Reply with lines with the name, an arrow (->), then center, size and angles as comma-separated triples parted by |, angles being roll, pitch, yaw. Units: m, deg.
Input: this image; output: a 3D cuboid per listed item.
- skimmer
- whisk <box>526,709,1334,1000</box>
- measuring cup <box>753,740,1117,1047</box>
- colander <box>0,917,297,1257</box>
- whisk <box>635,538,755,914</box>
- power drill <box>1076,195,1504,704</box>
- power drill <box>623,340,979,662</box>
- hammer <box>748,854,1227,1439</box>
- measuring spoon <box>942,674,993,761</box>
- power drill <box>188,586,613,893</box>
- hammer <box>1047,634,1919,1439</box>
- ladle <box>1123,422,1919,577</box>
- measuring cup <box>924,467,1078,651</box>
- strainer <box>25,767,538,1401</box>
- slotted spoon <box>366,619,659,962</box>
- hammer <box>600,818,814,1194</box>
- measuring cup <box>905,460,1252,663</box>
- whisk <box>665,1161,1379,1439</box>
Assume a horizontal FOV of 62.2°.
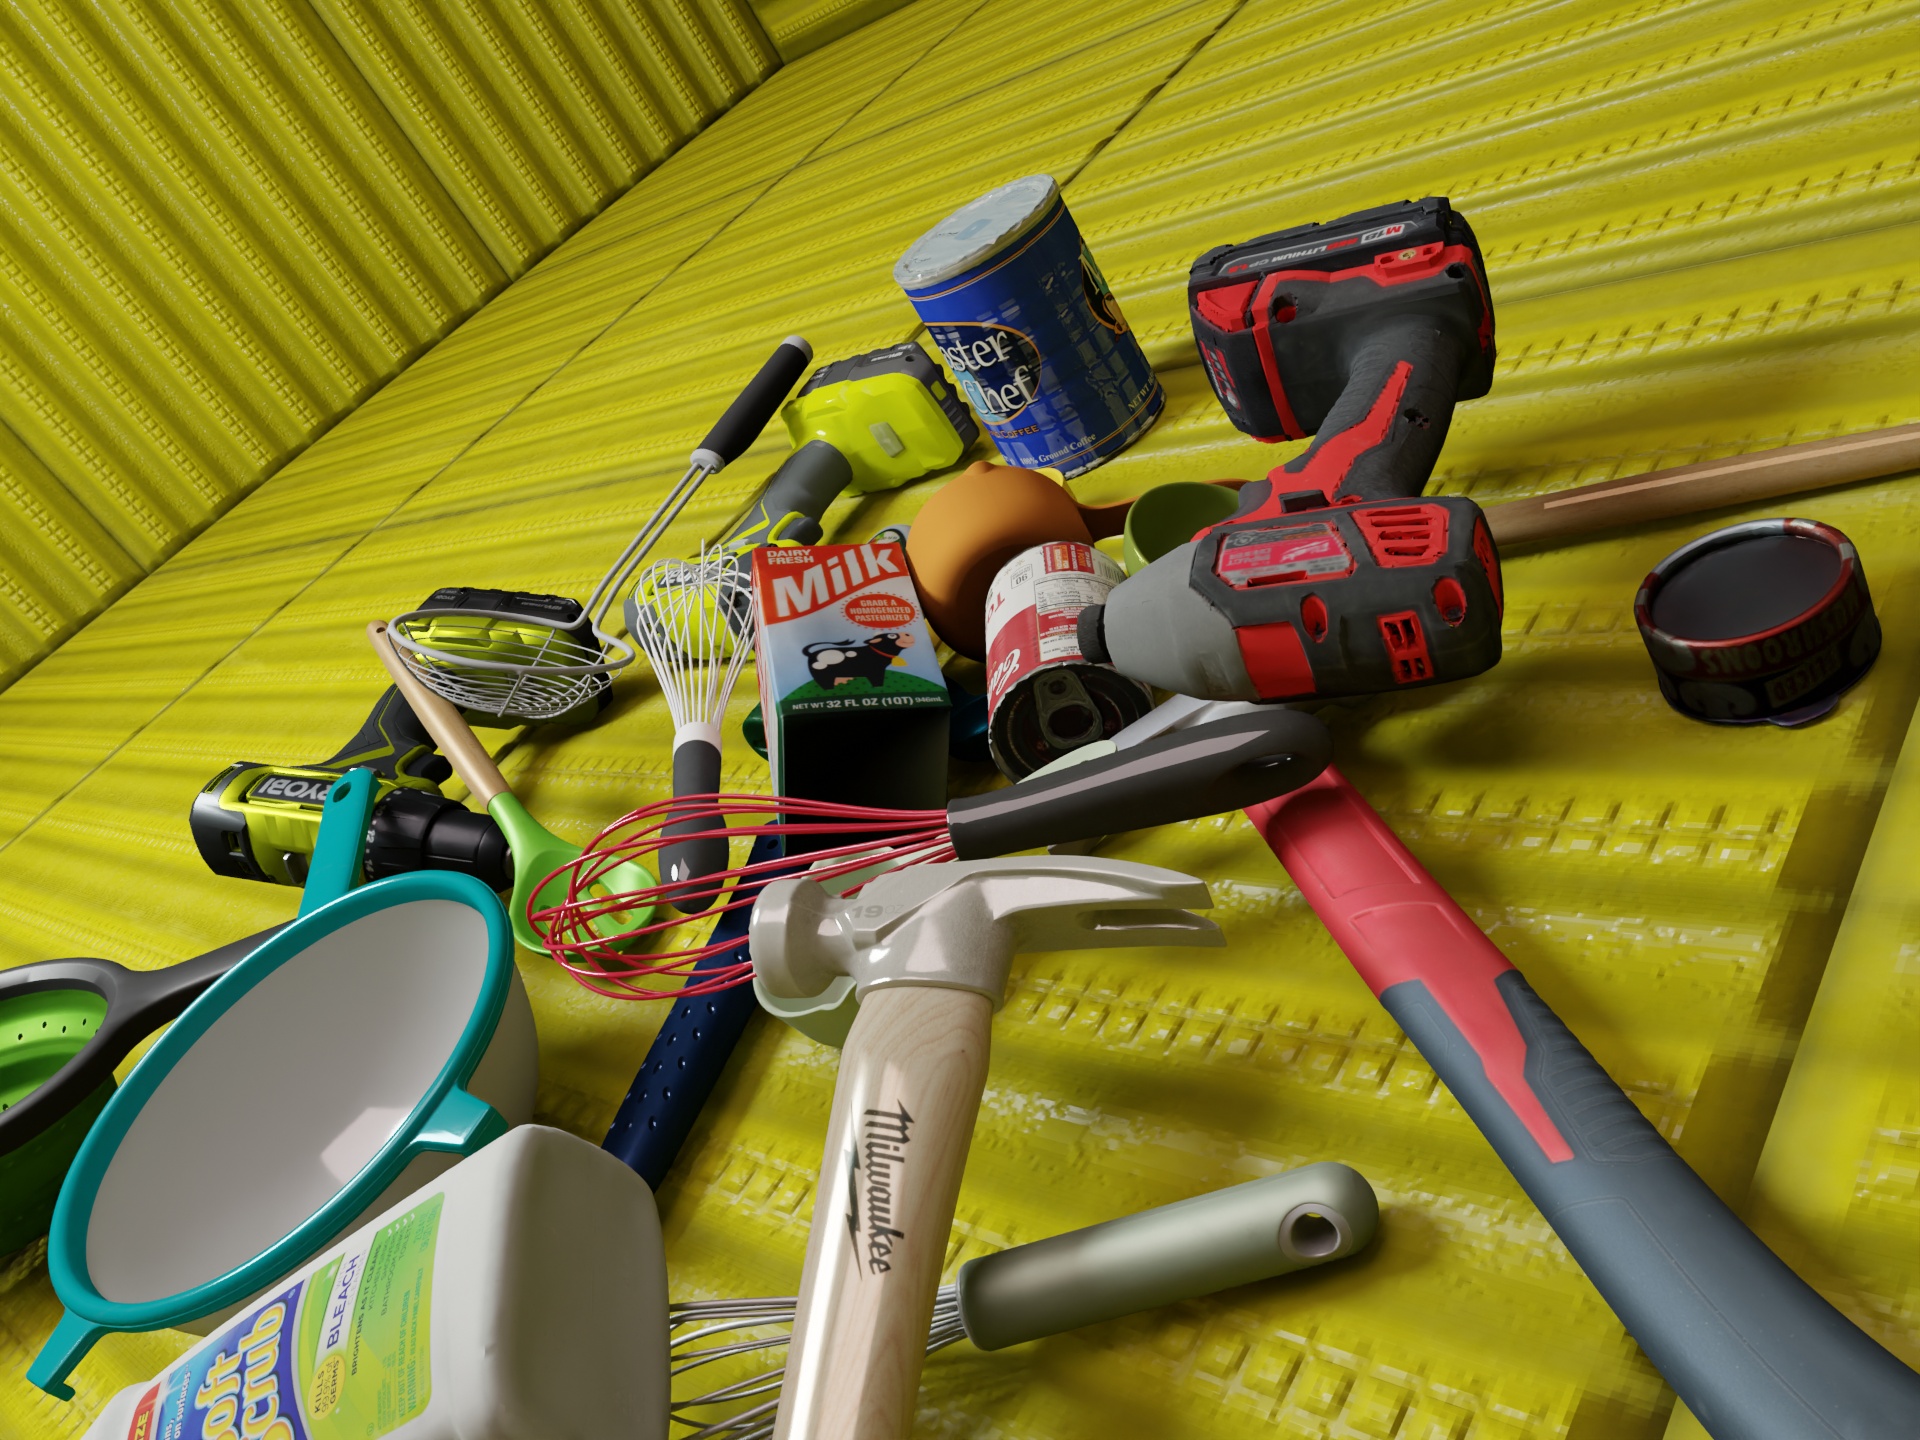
skimmer -> -0.184, -0.134, 0.925 | 0.127, 0.090, 0.363 | 15, 54, 21
whisk -> -0.019, 0.043, 0.548 | 0.296, 0.073, 0.073 | -15, 32, 15
measuring cup -> -0.003, 0.064, 0.596 | 0.167, 0.038, 0.083 | -34, 34, 14
colander -> -0.444, 0.190, 0.852 | 0.397, 0.094, 0.205 | -21, 25, -15
whisk -> -0.124, -0.005, 0.763 | 0.070, 0.070, 0.285 | -28, 34, 11
power drill -> 0.127, -0.095, 0.590 | 0.143, 0.078, 0.220 | -7, 44, 27
power drill -> -0.089, -0.128, 0.972 | 0.171, 0.080, 0.223 | -2, 45, 46
hammer -> -0.027, 0.203, 0.366 | 0.146, 0.038, 0.411 | -6, 47, 22
measuring spoon -> -0.001, -0.002, 0.748 | 0.042, 0.021, 0.129 | -34, 19, -8
power drill -> -0.296, 0.017, 0.918 | 0.190, 0.080, 0.229 | 5, 37, 17
hammer -> 0.125, 0.085, 0.448 | 0.143, 0.038, 0.387 | -33, 28, 5
ladle -> 0.209, -0.086, 0.611 | 0.320, 0.062, 0.078 | -8, 35, 35
measuring cup -> 0.013, -0.068, 0.825 | 0.062, 0.029, 0.156 | 2, 51, 48
strainer -> -0.261, 0.138, 0.700 | 0.211, 0.095, 0.341 | -30, 31, 3
slotted spoon -> -0.247, 0.029, 0.829 | 0.070, 0.031, 0.314 | -27, 47, -25
hammer -> -0.138, 0.187, 0.566 | 0.144, 0.035, 0.406 | -14, 34, 33
measuring cup -> 0.062, -0.079, 0.745 | 0.173, 0.095, 0.052 | -13, 36, -1
whisk -> -0.002, 0.167, 0.448 | 0.246, 0.057, 0.059 | -21, 10, 15
